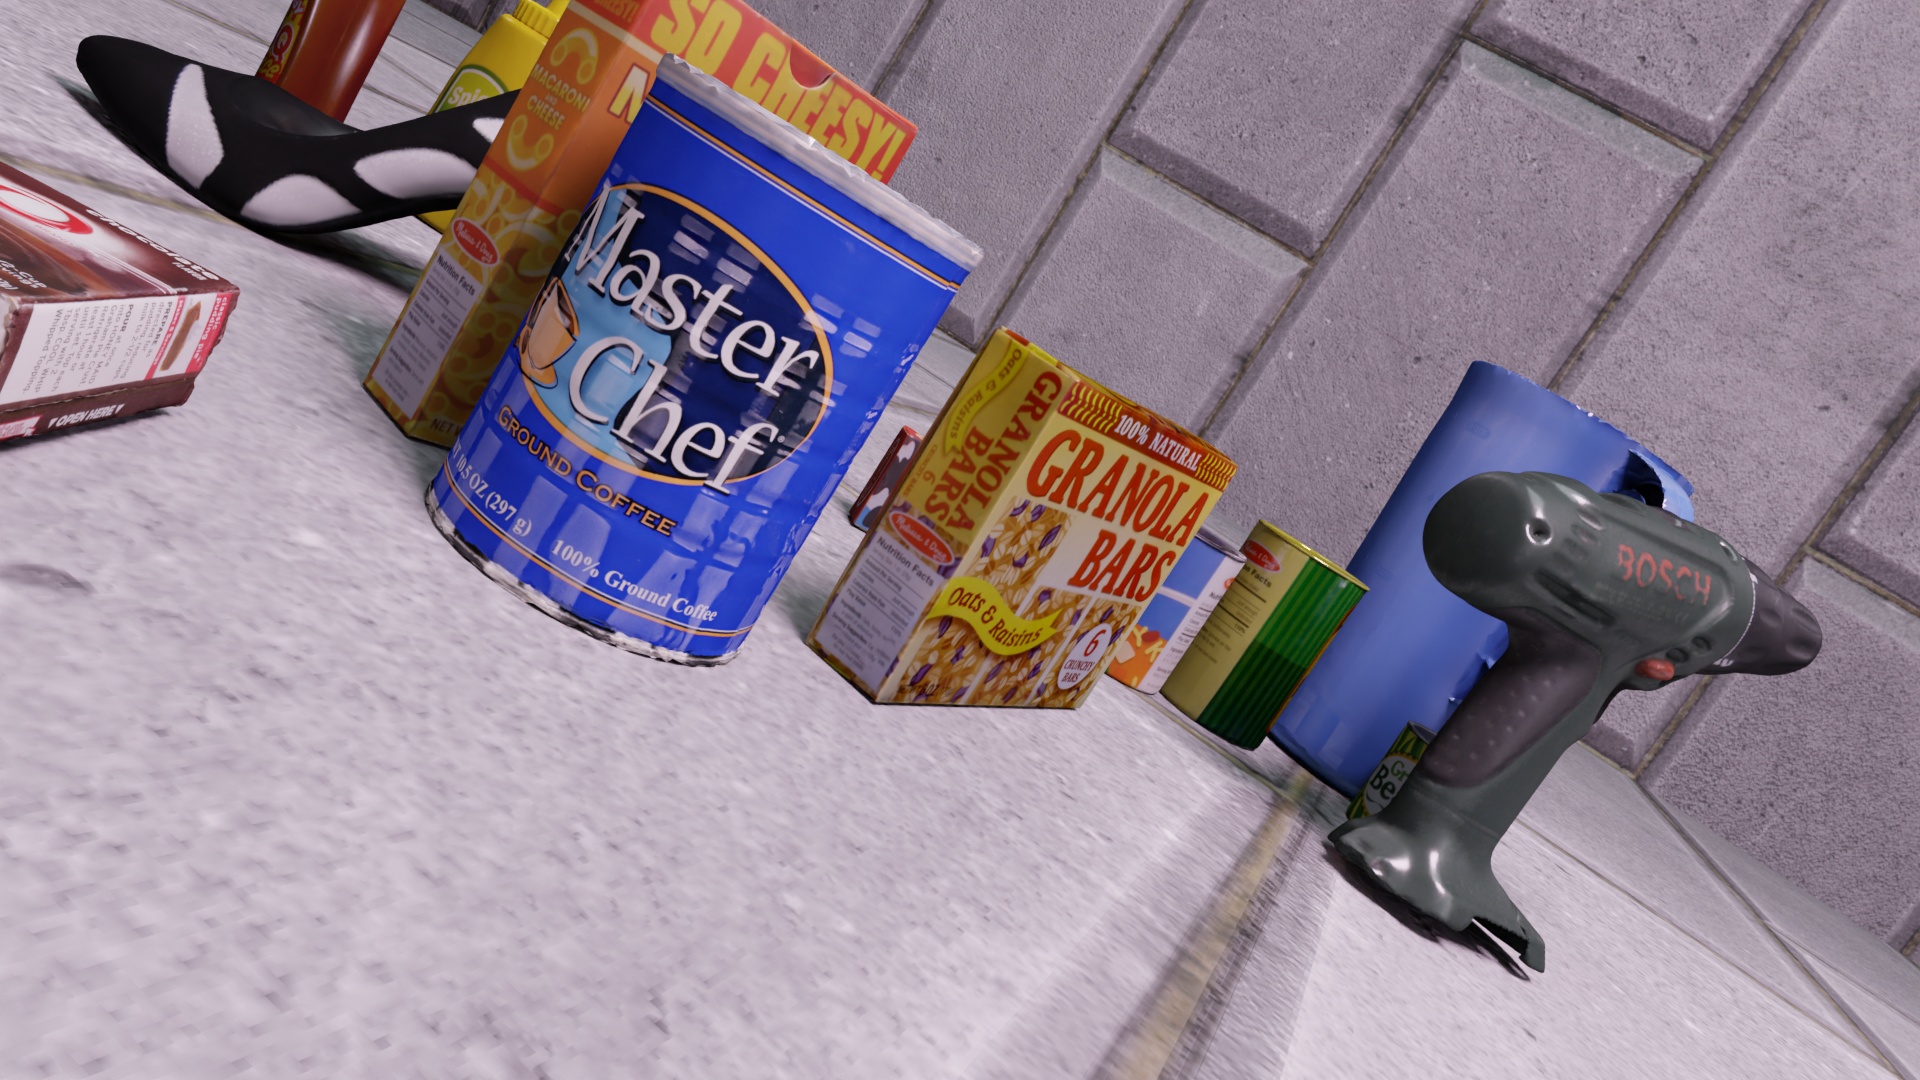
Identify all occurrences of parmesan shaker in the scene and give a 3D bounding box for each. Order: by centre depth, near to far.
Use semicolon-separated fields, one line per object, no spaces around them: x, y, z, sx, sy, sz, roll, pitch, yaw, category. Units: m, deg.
0.155;0.048;0.727;0.071;0.103;0.071;31;9;-6;parmesan shaker

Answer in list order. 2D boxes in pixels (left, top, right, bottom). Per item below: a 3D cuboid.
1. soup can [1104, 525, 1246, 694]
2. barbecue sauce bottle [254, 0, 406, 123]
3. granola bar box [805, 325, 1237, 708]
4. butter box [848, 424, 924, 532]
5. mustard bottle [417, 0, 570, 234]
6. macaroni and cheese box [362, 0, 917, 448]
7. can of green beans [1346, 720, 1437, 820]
0.093;0.025;0.709;0.071;0.083;0.071;31;9;-6;soup can
-0.300;-0.253;0.672;0.043;0.148;0.065;25;12;-37;barbecue sauce bottle
0.030;0.001;0.513;0.039;0.124;0.165;37;11;27;granola bar box
0.002;-0.009;0.684;0.103;0.053;0.024;29;10;-18;butter box
-0.242;-0.238;0.746;0.065;0.160;0.049;35;9;15;mustard bottle
-0.101;-0.097;0.468;0.040;0.166;0.124;39;11;35;macaroni and cheese box
0.237;0.133;0.696;0.071;0.057;0.071;31;10;-6;can of green beans
